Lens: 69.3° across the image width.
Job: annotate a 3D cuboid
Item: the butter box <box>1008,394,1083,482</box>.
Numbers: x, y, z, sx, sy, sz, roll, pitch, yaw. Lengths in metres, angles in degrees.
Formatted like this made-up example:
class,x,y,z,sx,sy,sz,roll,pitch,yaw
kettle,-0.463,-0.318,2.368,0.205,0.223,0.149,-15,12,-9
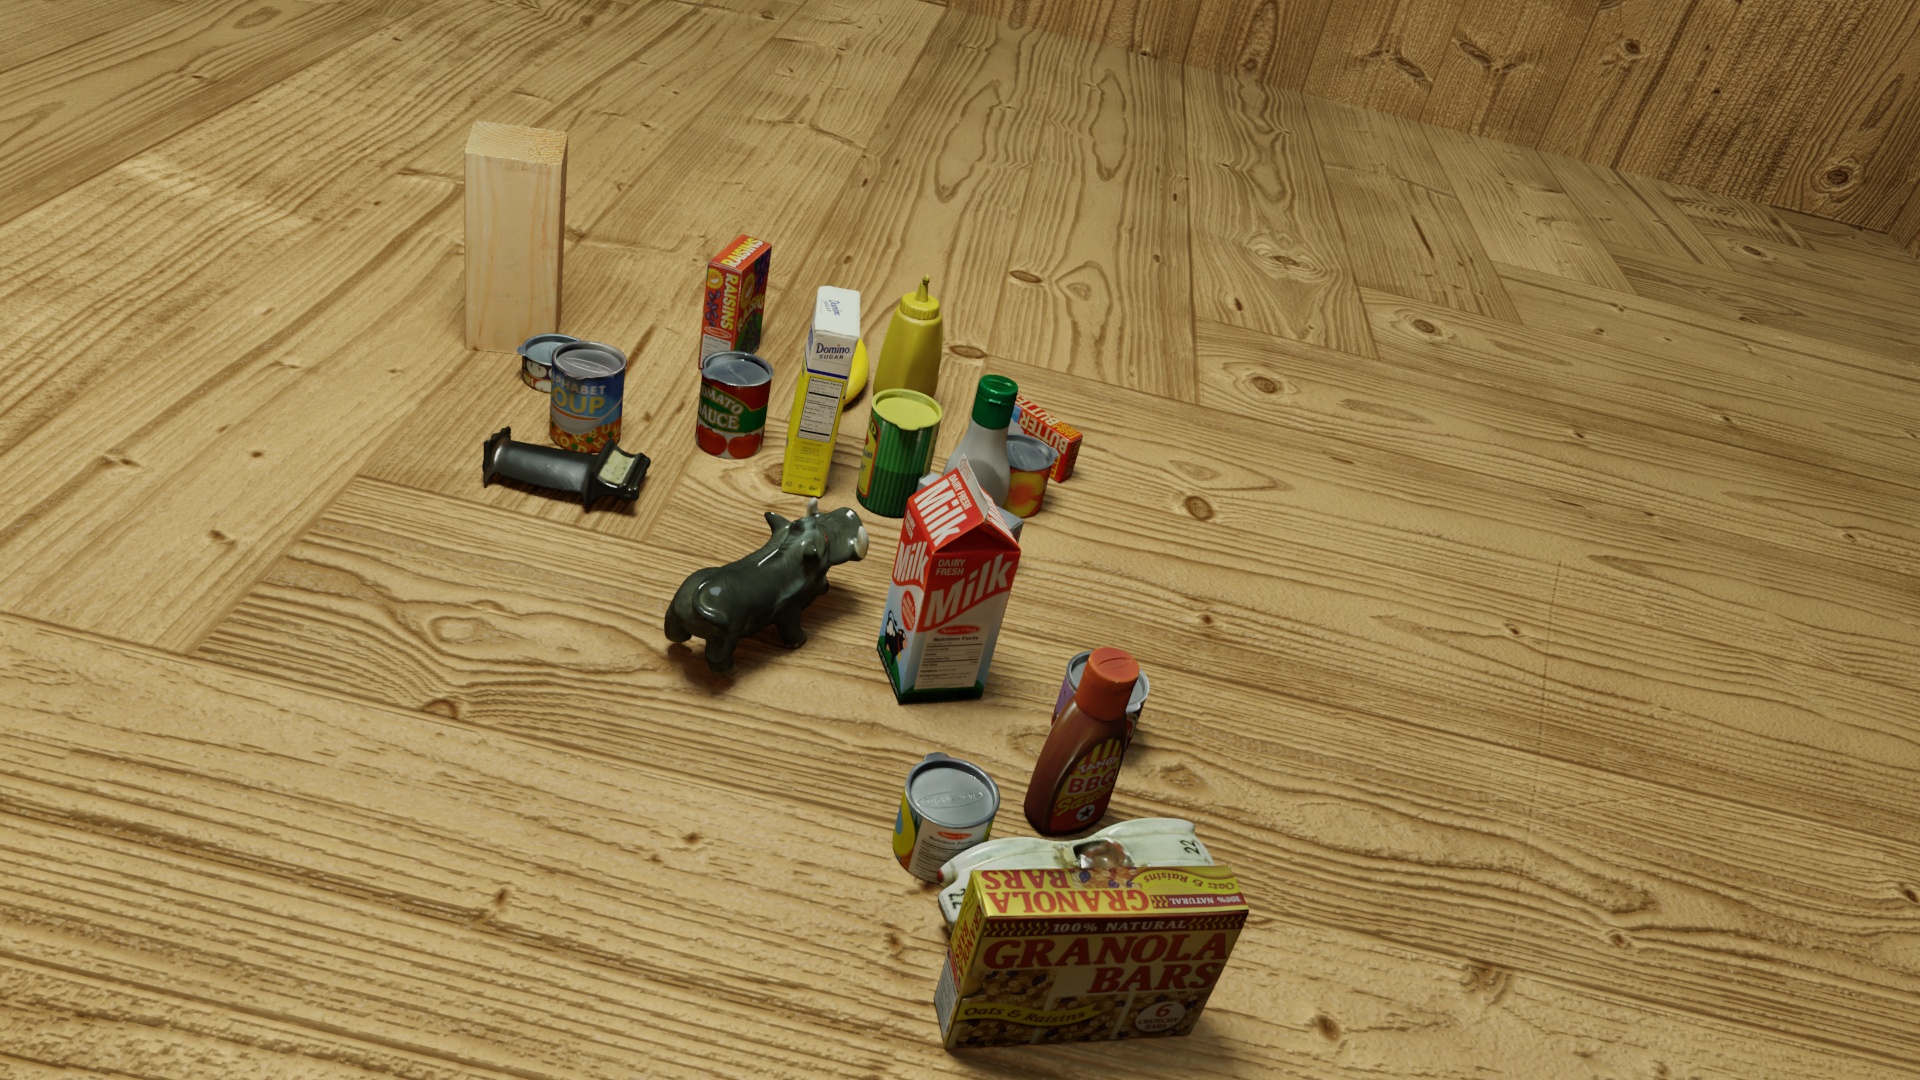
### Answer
class,x,y,z,sx,sy,sz,roll,pitch,yaw
butter box,0.076,-0.107,1.423,0.104,0.052,0.024,36,39,29

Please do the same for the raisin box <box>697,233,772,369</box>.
class,x,y,z,sx,sy,sz,roll,pitch,yaw
raisin box,-0.235,-0.245,1.448,0.040,0.122,0.086,18,34,7

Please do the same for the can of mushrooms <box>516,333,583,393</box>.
class,x,y,z,sx,sy,sz,roll,pitch,yaw
can of mushrooms,-0.401,-0.175,1.369,0.071,0.033,0.071,9,34,-6

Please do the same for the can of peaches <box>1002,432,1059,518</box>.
class,x,y,z,sx,sy,sz,roll,pitch,yaw
can of peaches,0.055,-0.063,1.347,0.071,0.057,0.071,9,34,-6

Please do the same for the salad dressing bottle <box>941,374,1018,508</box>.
class,x,y,z,sx,sy,sz,roll,pitch,yaw
salad dressing bottle,0.021,-0.081,1.282,0.064,0.146,0.044,13,34,-1

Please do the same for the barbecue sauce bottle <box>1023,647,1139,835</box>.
class,x,y,z,sx,sy,sz,roll,pitch,yaw
barbecue sauce bottle,0.090,0.142,0.984,0.065,0.147,0.044,-9,40,-30

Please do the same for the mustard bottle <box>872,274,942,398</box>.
class,x,y,z,sx,sy,sz,roll,pitch,yaw
mustard bottle,-0.048,-0.201,1.419,0.049,0.159,0.065,36,40,30

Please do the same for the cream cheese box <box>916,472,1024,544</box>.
class,x,y,z,sx,sy,sz,roll,pitch,yaw
cream cheese box,0.005,-0.016,1.266,0.104,0.053,0.024,29,37,21

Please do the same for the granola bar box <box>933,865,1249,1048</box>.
class,x,y,z,sx,sy,sz,roll,pitch,yaw
granola bar box,0.077,0.253,0.842,0.166,0.123,0.039,3,35,-16

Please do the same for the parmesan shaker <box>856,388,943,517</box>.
class,x,y,z,sx,sy,sz,roll,pitch,yaw
parmesan shaker,-0.058,-0.079,1.290,0.071,0.102,0.072,10,34,-6

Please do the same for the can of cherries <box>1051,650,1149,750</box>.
class,x,y,z,sx,sy,sz,roll,pitch,yaw
can of cherries,0.109,0.131,1.088,0.071,0.058,0.072,9,34,-6

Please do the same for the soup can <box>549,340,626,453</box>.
class,x,y,z,sx,sy,sz,roll,pitch,yaw
soup can,-0.346,-0.131,1.281,0.071,0.083,0.072,9,34,-6

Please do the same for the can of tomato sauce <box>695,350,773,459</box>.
class,x,y,z,sx,sy,sz,roll,pitch,yaw
can of tomato sauce,-0.218,-0.128,1.323,0.071,0.082,0.071,9,34,-6

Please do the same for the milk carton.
class,x,y,z,sx,sy,sz,roll,pitch,yaw
milk carton,-0.008,0.031,1.072,0.073,0.189,0.072,-1,37,-21

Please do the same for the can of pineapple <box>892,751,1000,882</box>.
class,x,y,z,sx,sy,sz,roll,pitch,yaw
can of pineapple,-0.011,0.191,0.958,0.071,0.057,0.071,9,34,-6
